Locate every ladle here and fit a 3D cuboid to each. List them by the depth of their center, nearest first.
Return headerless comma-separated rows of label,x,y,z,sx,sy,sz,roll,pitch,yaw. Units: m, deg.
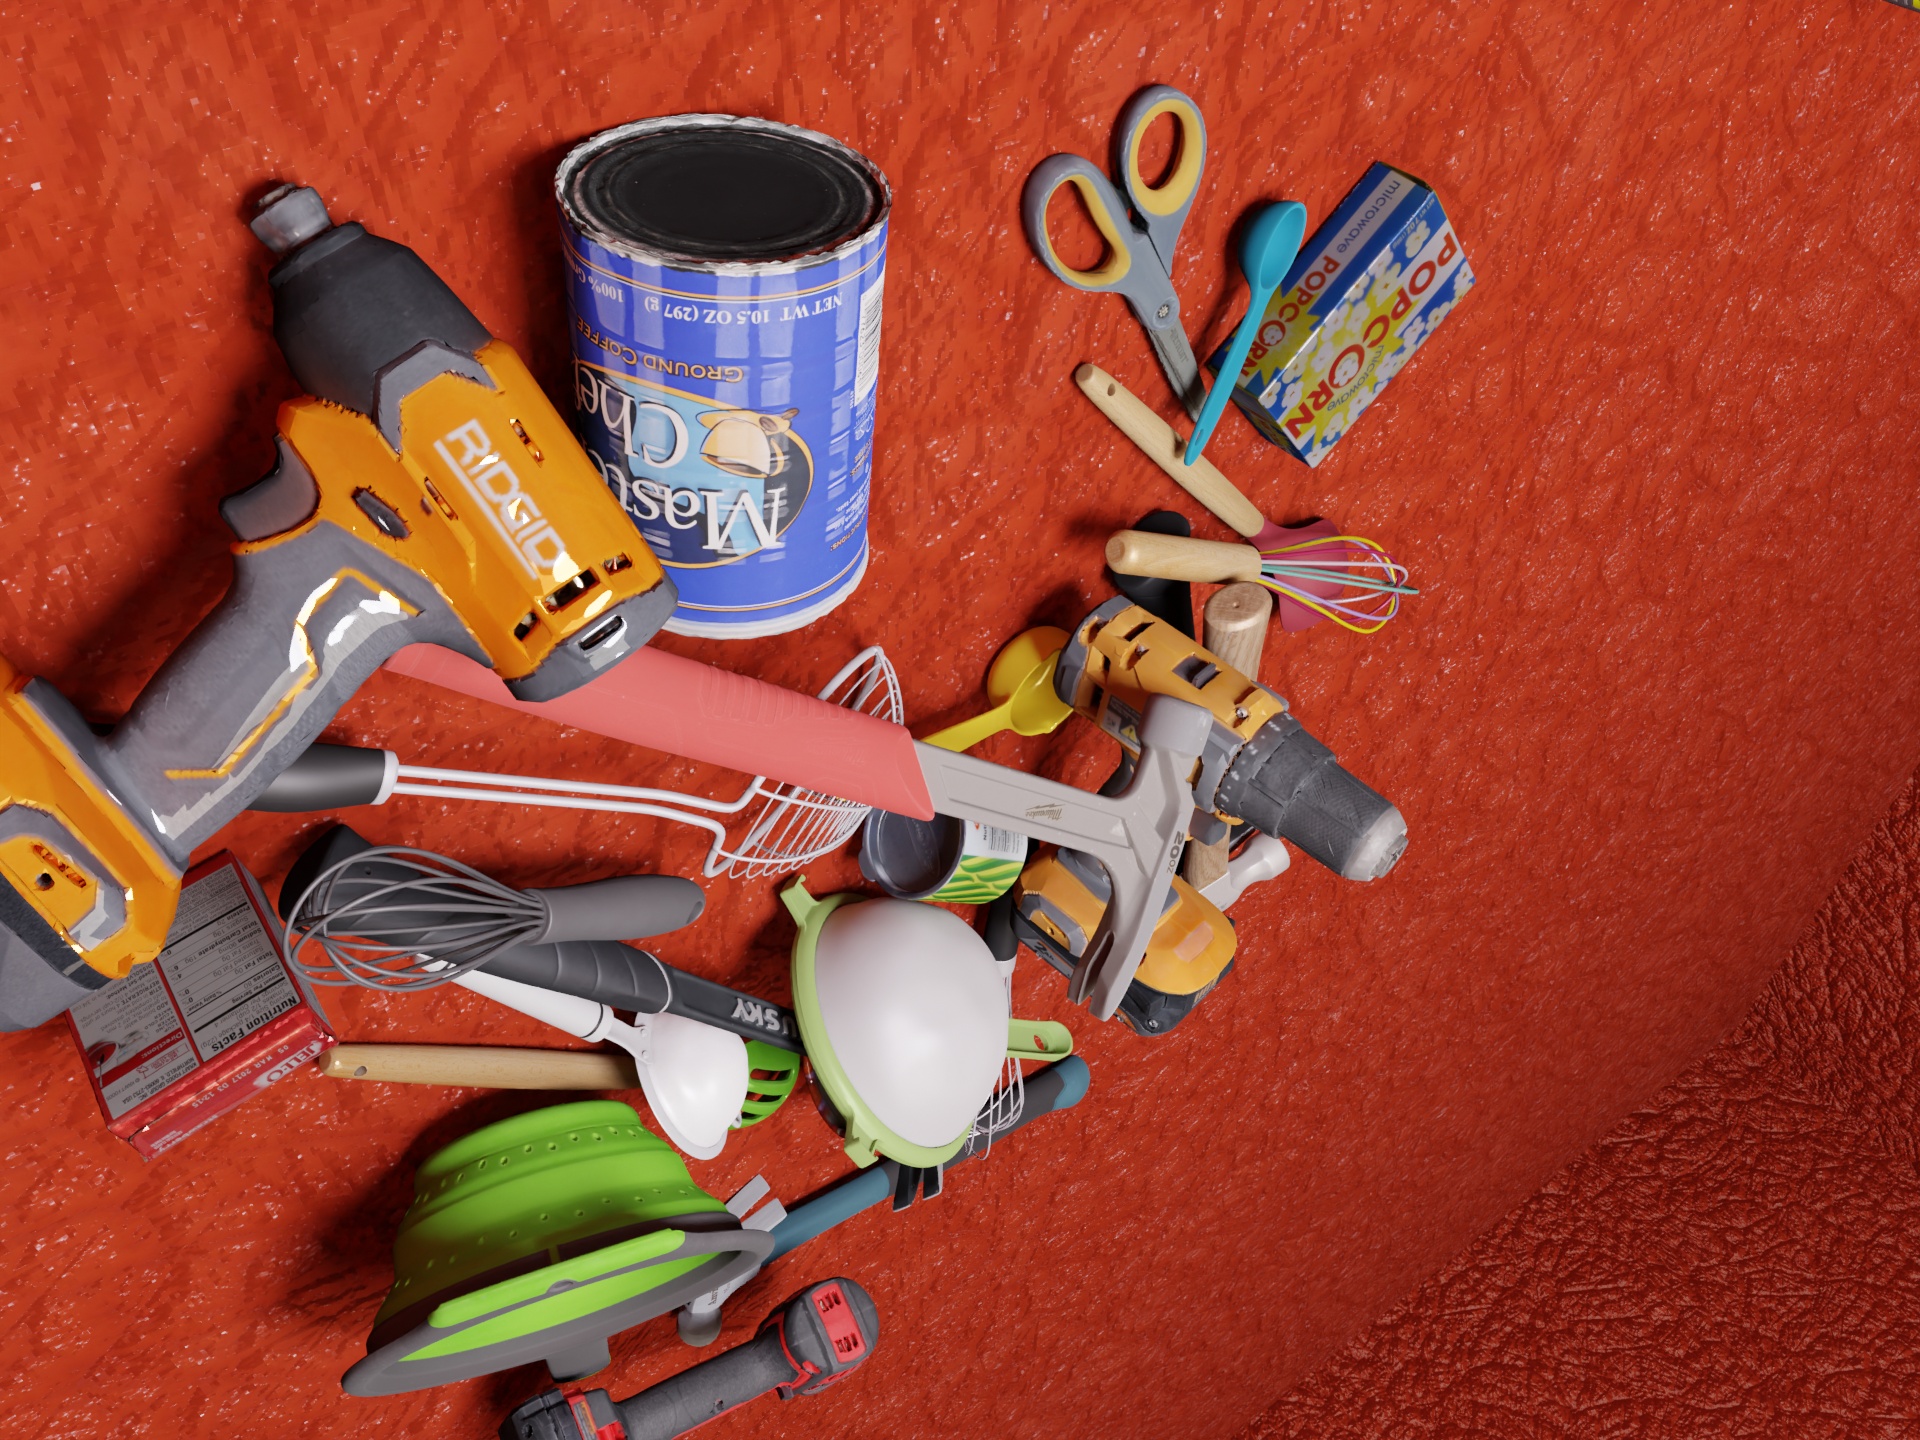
ladle,0.142,-0.114,0.833,0.315,0.031,0.069,26,87,-52

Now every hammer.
hammer,-0.052,0.021,0.633,0.358,0.037,0.149,17,93,-33
hammer,-0.133,0.131,0.739,0.036,0.149,0.408,-30,145,22
hammer,0.144,0.035,0.909,0.130,0.031,0.331,-31,149,-15
hammer,0.132,-0.003,0.938,0.146,0.035,0.334,-35,145,-13
hammer,-0.044,0.312,1.095,0.331,0.033,0.128,-20,141,-32

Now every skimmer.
skimmer,-0.173,0.007,0.628,0.363,0.090,0.127,7,130,-38

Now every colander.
colander,-0.216,0.284,0.843,0.204,0.095,0.396,-14,156,-18

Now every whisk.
whisk,-0.169,0.074,0.629,0.055,0.055,0.239,-52,160,12
whisk,0.162,-0.075,0.826,0.244,0.051,0.047,1,117,-43
whisk,0.019,0.170,0.993,0.070,0.070,0.284,-20,134,-32

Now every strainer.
strainer,-0.167,0.145,0.753,0.050,0.087,0.258,-29,140,18
strainer,0.012,0.161,0.870,0.069,0.152,0.256,-30,153,25

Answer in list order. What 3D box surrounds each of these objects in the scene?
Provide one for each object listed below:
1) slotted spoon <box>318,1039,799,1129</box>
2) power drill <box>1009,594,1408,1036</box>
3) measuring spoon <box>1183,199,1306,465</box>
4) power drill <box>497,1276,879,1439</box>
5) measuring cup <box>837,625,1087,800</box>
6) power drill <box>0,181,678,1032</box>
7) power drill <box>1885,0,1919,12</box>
slotted spoon,-0.184,0.180,0.807,0.313,0.031,0.070,21,104,-53
power drill,0.119,0.067,0.814,0.084,0.185,0.226,-36,151,-36
measuring spoon,0.123,-0.180,0.737,0.042,0.021,0.128,-22,139,-57
power drill,-0.164,0.419,0.983,0.219,0.079,0.143,-17,159,-29
measuring cup,-0.001,-0.003,0.804,0.156,0.029,0.062,-26,143,-22
power drill,-0.218,-0.037,0.462,0.226,0.084,0.164,-36,112,-12
power drill,0.495,-0.459,0.796,0.223,0.080,0.171,15,114,-48
